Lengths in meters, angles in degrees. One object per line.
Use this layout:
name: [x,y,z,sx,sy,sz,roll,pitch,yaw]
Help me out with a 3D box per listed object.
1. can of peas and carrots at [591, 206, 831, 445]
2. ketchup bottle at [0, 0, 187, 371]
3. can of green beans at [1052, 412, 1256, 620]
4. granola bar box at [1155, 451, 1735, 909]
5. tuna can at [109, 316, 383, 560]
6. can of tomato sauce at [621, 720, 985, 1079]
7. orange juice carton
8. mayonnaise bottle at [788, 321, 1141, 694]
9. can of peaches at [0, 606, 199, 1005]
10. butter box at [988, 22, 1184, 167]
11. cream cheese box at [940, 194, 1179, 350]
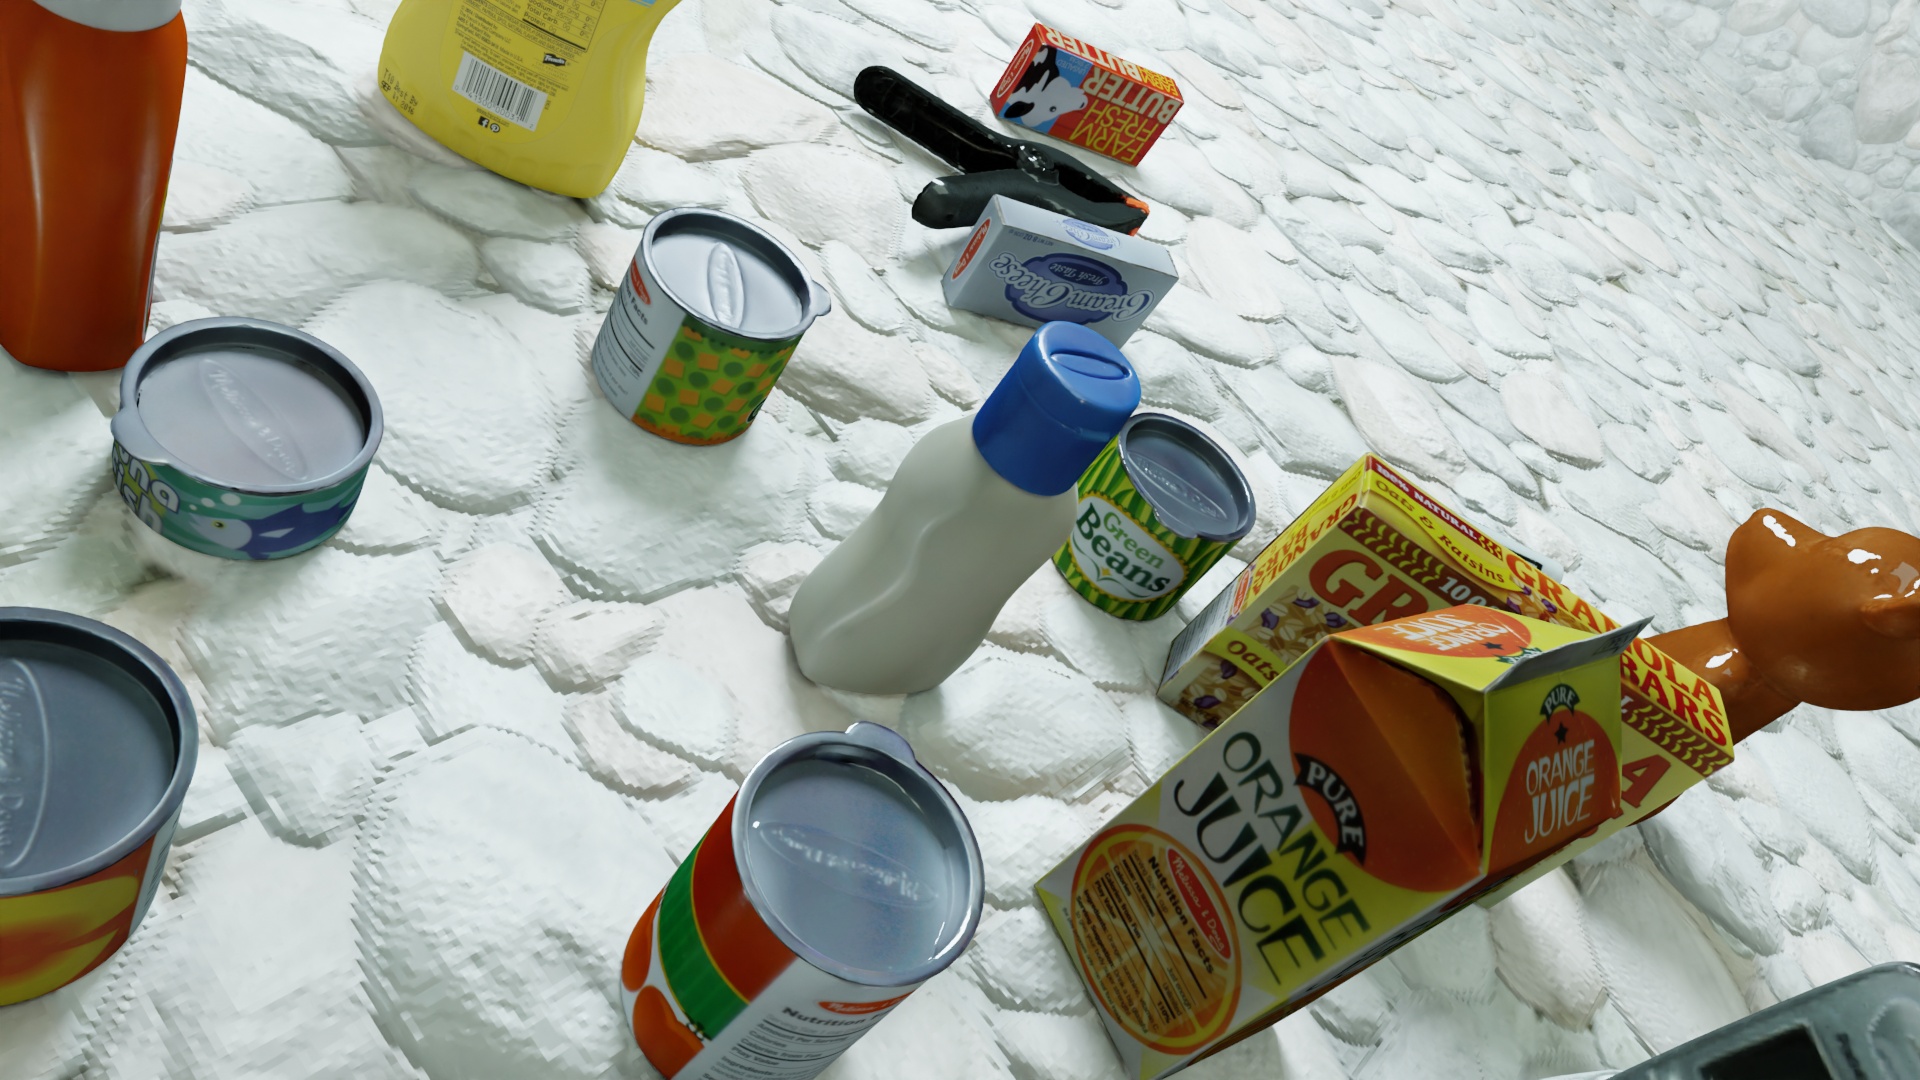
can of peas and carrots: [-0.091,-0.077,0.505,0.071,0.058,0.071,21,43,-20]
ketchup bottle: [-0.231,-0.115,0.365,0.044,0.148,0.065,-6,57,-41]
can of green beans: [0.077,-0.009,0.568,0.071,0.057,0.071,21,43,-20]
granola bar box: [0.179,0.058,0.529,0.165,0.123,0.039,33,40,-6]
tuna can: [-0.204,-0.028,0.394,0.071,0.032,0.071,21,43,-20]
can of tomato sauce: [-0.043,0.097,0.357,0.071,0.082,0.071,21,43,-20]
orange juice carton: [0.110,0.081,0.402,0.072,0.191,0.073,-5,56,-40]
mayonnaise bottle: [0.002,-0.005,0.437,0.065,0.147,0.041,6,49,-33]
can of peaches: [-0.205,0.057,0.293,0.071,0.057,0.071,21,43,-20]
butter box: [0.074,-0.257,0.806,0.103,0.053,0.024,10,47,-30]
cream cheese box: [0.047,-0.126,0.660,0.104,0.053,0.024,9,48,-31]
